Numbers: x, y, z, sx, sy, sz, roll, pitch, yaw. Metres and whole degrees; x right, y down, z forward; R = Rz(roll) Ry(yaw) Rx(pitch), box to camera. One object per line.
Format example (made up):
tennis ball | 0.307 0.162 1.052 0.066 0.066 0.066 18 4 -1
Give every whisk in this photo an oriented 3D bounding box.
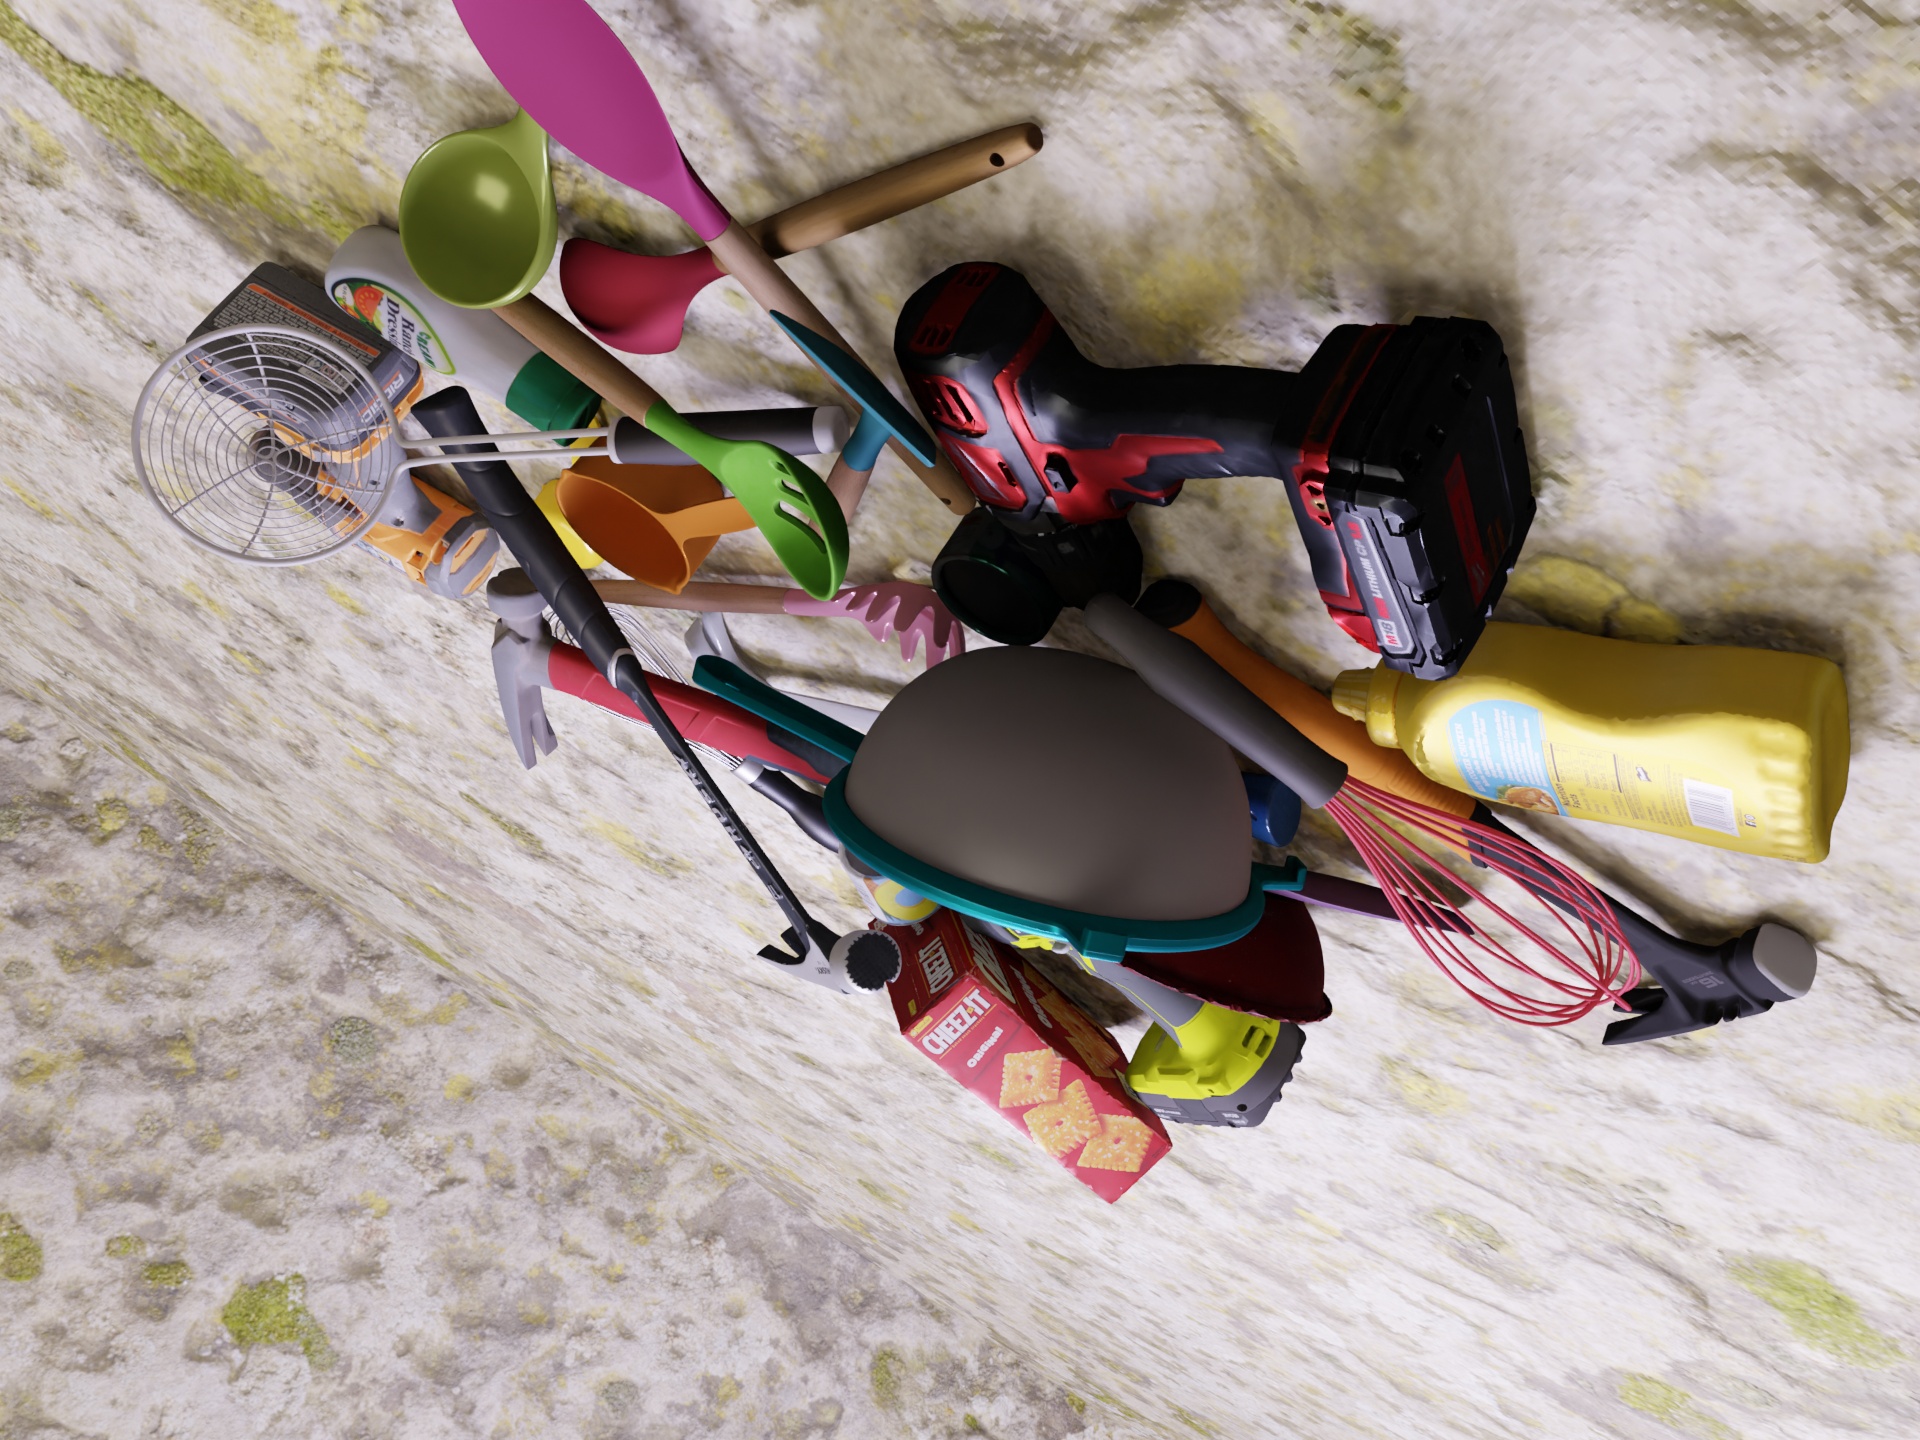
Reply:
whisk | 0.169 0.039 0.669 0.295 0.073 0.073 36 154 -9
whisk | -0.174 0.013 1.109 0.284 0.070 0.070 40 153 -23

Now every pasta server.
pasta server | -0.119 -0.063 0.919 0.316 0.040 0.060 7 157 39

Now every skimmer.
skimmer | -0.237 -0.141 0.786 0.363 0.127 0.090 1 177 20

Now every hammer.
hammer | 0.002 0.009 0.924 0.406 0.035 0.143 12 147 36
hammer | -0.180 -0.013 0.903 0.409 0.036 0.149 56 156 -7
hammer | -0.121 0.022 0.960 0.386 0.038 0.143 19 130 21
hammer | 0.219 0.042 0.745 0.337 0.034 0.127 34 153 -2

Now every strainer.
strainer | -0.001 -0.002 0.769 0.341 0.095 0.211 25 -161 32

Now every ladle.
ladle | -0.169 -0.267 0.617 0.078 0.062 0.320 55 150 2
ladle | -0.082 -0.201 0.670 0.315 0.031 0.069 -2 140 46

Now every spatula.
spatula | -0.059 -0.107 0.730 0.082 0.044 0.317 43 164 -2
spatula | 0.107 0.069 0.825 0.316 0.018 0.060 13 -170 1

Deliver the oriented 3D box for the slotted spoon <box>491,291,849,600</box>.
slotted spoon | -0.158 -0.157 0.738 0.314 0.031 0.070 38 150 21

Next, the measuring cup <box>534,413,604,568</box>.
measuring cup | -0.228 -0.135 0.933 0.062 0.029 0.156 33 156 -1

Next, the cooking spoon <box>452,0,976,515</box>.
cooking spoon | -0.083 -0.184 0.651 0.069 0.017 0.318 1 149 40

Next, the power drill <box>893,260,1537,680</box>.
power drill | 0.095 -0.086 0.614 0.227 0.080 0.187 18 158 35

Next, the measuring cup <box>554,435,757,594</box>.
measuring cup | -0.142 -0.120 0.845 0.174 0.052 0.095 -1 139 45

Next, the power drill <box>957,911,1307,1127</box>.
power drill | 0.104 0.167 1.045 0.223 0.080 0.171 44 152 -15

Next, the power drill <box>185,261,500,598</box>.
power drill | -0.396 -0.180 0.995 0.185 0.084 0.226 29 158 12
